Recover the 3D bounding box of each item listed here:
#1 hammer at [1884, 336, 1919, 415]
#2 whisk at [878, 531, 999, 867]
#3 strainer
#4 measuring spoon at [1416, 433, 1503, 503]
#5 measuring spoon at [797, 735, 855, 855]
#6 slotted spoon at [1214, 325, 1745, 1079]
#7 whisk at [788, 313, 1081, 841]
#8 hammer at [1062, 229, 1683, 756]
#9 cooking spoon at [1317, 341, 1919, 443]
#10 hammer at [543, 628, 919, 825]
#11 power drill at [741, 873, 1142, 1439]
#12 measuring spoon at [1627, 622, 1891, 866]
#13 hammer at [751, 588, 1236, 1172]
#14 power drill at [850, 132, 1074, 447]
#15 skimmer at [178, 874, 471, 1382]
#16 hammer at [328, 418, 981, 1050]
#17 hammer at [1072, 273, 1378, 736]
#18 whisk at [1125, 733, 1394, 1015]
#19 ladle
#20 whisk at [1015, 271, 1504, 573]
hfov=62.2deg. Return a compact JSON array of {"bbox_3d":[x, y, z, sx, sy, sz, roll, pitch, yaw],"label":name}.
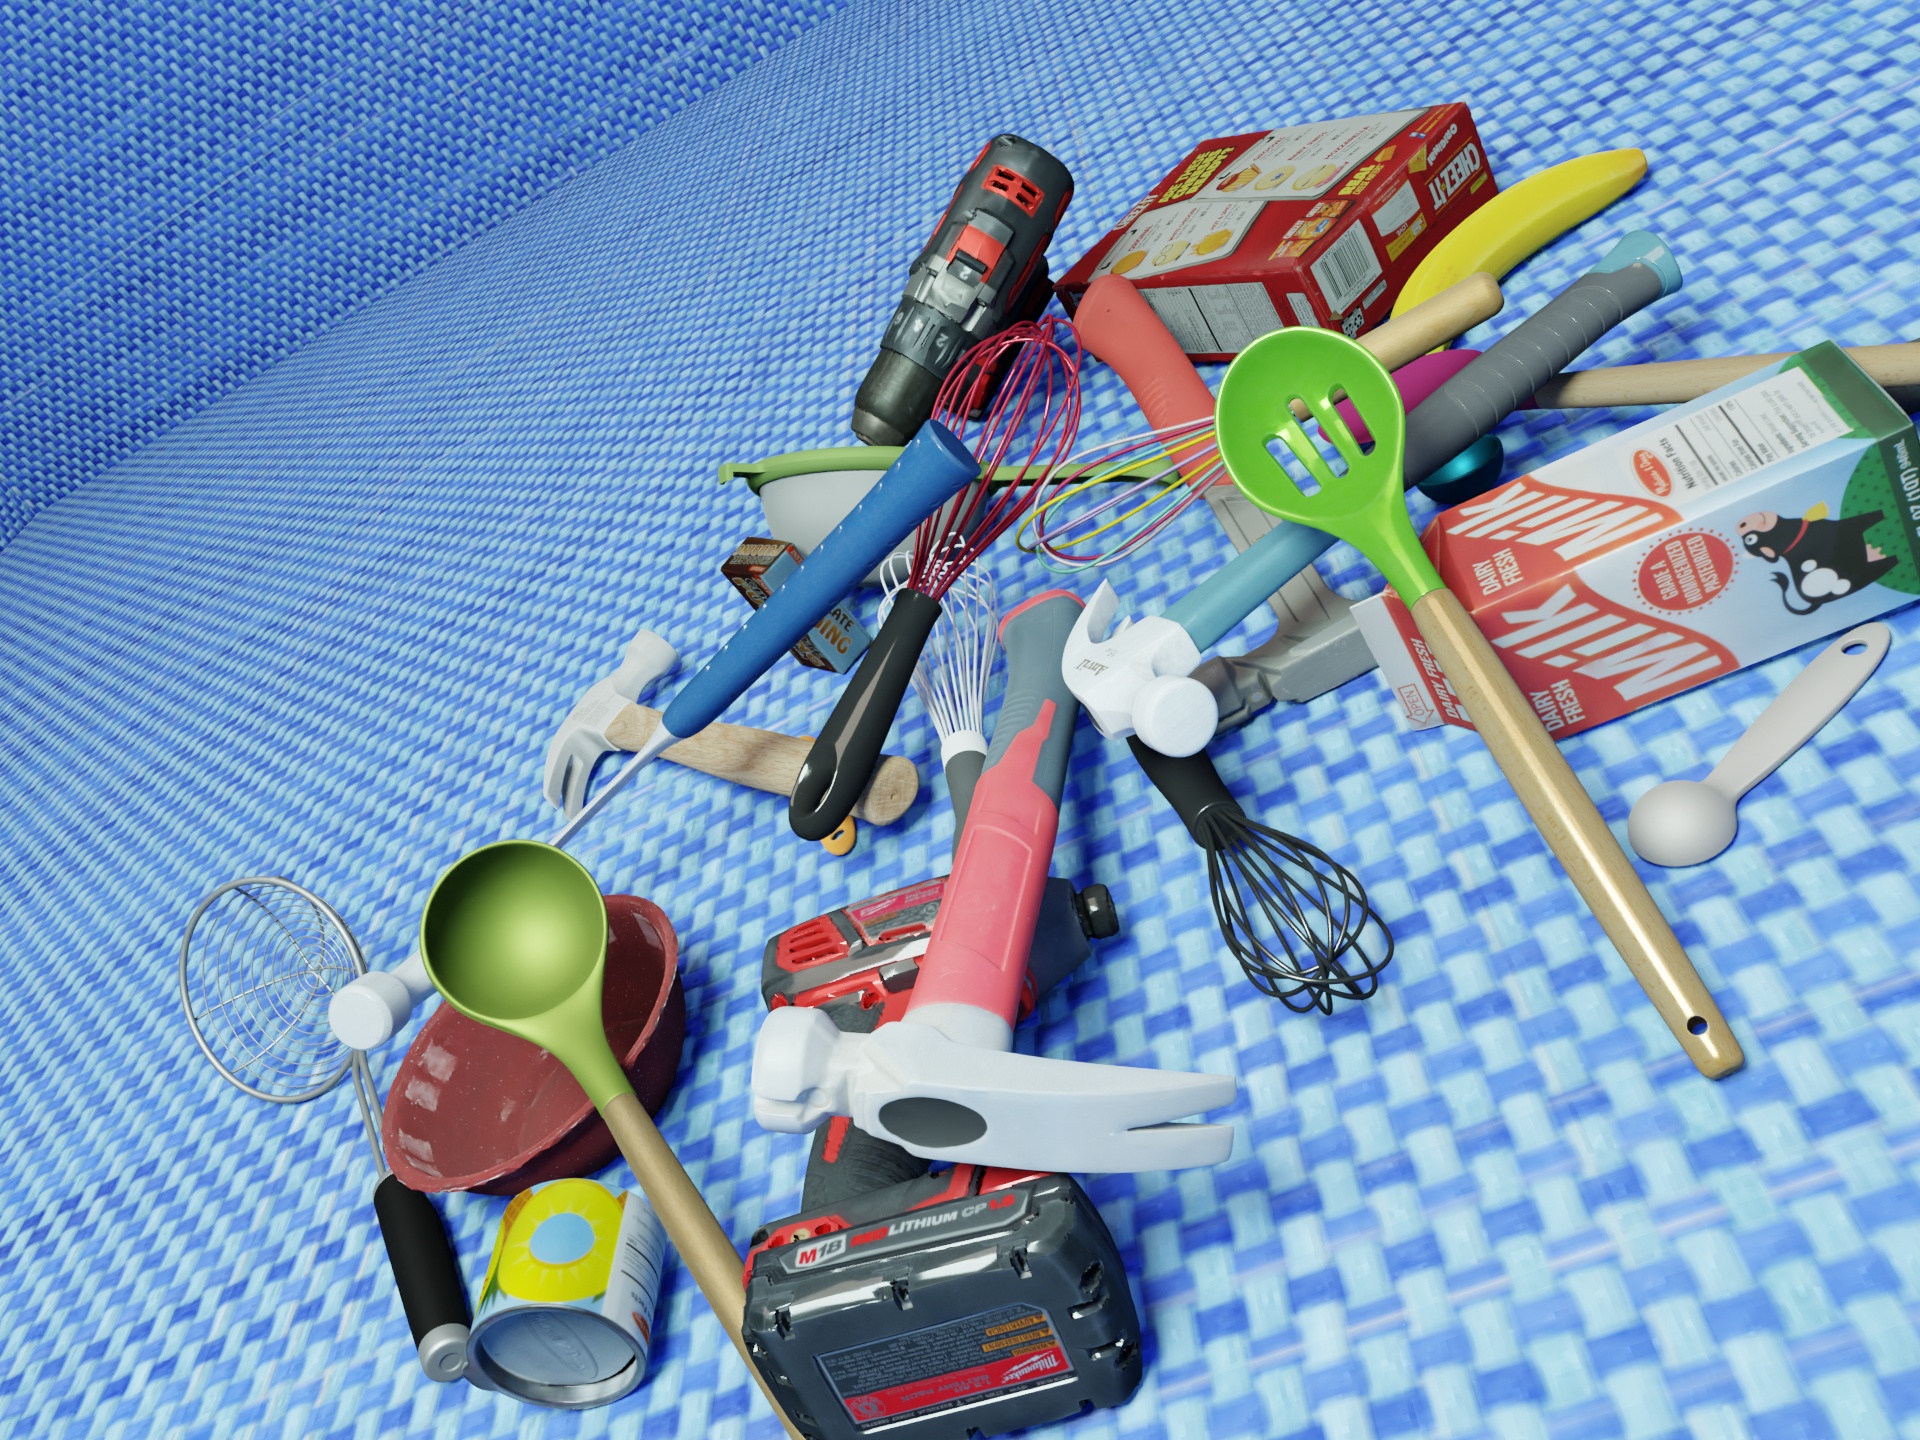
[{"bbox_3d":[0.414,-0.148,0.597,0.409,0.036,0.149,-23,35,20],"label":"hammer"},{"bbox_3d":[-0.001,-0.003,0.776,0.070,0.070,0.285,-27,37,13],"label":"whisk"},{"bbox_3d":[-0.001,-0.113,0.915,0.256,0.151,0.069,0,88,20],"label":"strainer"},{"bbox_3d":[0.228,-0.130,0.770,0.042,0.021,0.129,-28,23,9],"label":"measuring spoon"},{"bbox_3d":[-0.074,0.037,0.830,0.021,0.011,0.117,-34,31,2],"label":"measuring spoon"},{"bbox_3d":[0.172,-0.020,0.547,0.070,0.031,0.314,-35,56,19],"label":"slotted spoon"},{"bbox_3d":[-0.012,-0.074,0.770,0.073,0.073,0.296,7,66,48],"label":"whisk"},{"bbox_3d":[0.177,-0.103,0.664,0.331,0.033,0.128,-38,21,-10],"label":"hammer"},{"bbox_3d":[0.273,-0.143,0.686,0.069,0.017,0.319,-48,26,-16],"label":"cooking spoon"},{"bbox_3d":[-0.135,0.018,0.878,0.331,0.031,0.130,11,59,51],"label":"hammer"},{"bbox_3d":[-0.003,0.135,0.567,0.143,0.078,0.220,-17,30,7],"label":"power drill"},{"bbox_3d":[0.273,0.003,0.542,0.124,0.018,0.034,-41,32,-11],"label":"measuring spoon"},{"bbox_3d":[0.038,0.034,0.631,0.143,0.038,0.386,4,26,8],"label":"hammer"},{"bbox_3d":[-0.005,-0.241,0.972,0.188,0.080,0.227,-60,3,3],"label":"power drill"},{"bbox_3d":[-0.318,0.194,0.777,0.364,0.090,0.127,36,109,54],"label":"skimmer"},{"bbox_3d":[-0.144,0.007,0.774,0.405,0.035,0.144,-43,2,17],"label":"hammer"},{"bbox_3d":[0.134,-0.142,0.807,0.149,0.036,0.359,-29,40,10],"label":"hammer"},{"bbox_3d":[0.105,0.040,0.629,0.055,0.055,0.239,-33,27,4],"label":"whisk"},{"bbox_3d":[-0.121,0.157,0.598,0.078,0.062,0.320,-30,47,-18],"label":"ladle"},{"bbox_3d":[0.132,-0.135,0.731,0.245,0.047,0.051,-28,39,18],"label":"whisk"}]
